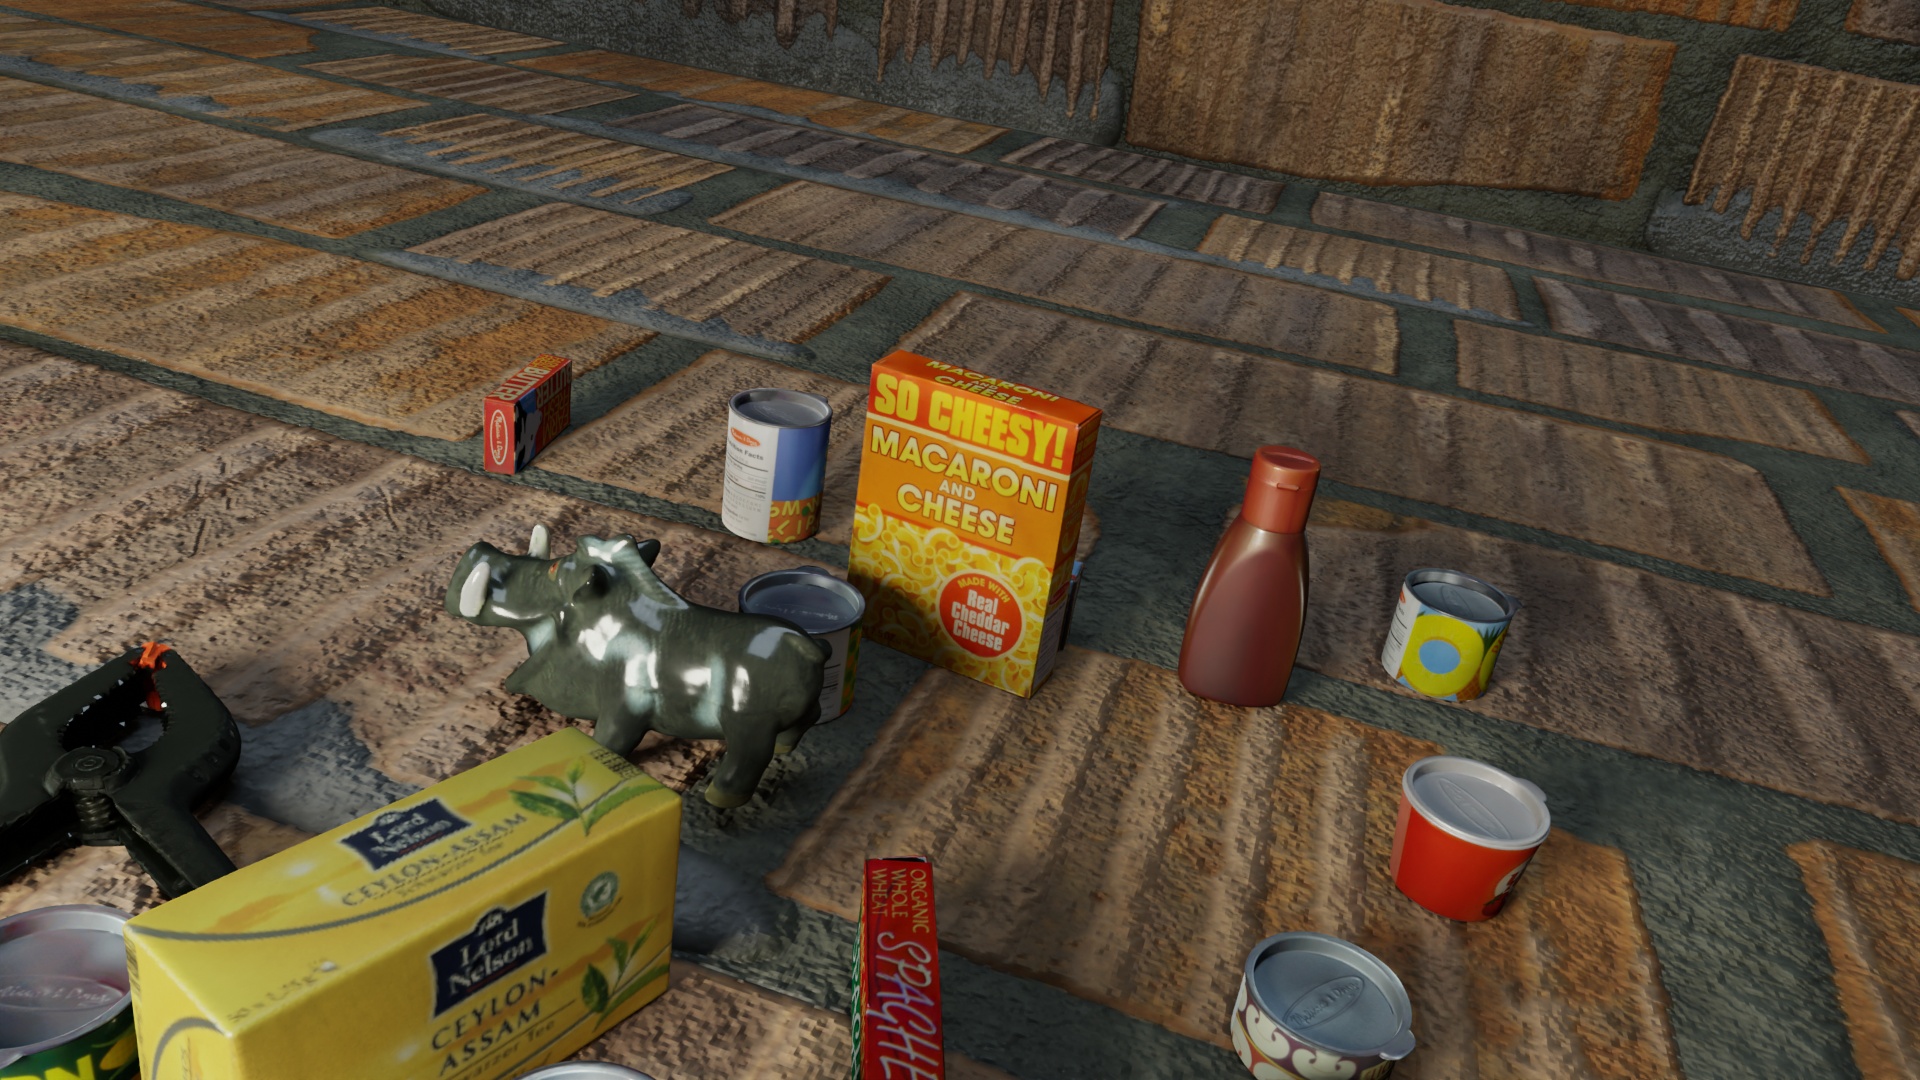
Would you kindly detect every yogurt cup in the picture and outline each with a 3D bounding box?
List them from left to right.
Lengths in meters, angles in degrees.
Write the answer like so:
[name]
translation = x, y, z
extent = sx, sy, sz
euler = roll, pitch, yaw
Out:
[yogurt cup]
translation = 0.239, 0.144, 0.663
extent = 0.072, 0.053, 0.073
euler = 7, 26, -3

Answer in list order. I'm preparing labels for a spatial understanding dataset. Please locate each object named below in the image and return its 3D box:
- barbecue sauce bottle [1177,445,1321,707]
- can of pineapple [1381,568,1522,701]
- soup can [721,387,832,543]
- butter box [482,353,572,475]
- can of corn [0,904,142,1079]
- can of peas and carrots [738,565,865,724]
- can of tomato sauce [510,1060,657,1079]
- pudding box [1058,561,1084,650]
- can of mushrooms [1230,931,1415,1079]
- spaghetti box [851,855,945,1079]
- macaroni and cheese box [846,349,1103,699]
[barbecue sauce bottle]
translation = 0.167, 0.021, 0.781
extent = 0.065, 0.147, 0.044
euler = 10, 26, 3
[can of pineapple]
translation = 0.300, 0.058, 0.851
extent = 0.071, 0.057, 0.071
euler = 7, 26, -3
[soup can]
translation = -0.118, -0.050, 0.908
extent = 0.071, 0.083, 0.071
euler = 7, 26, -3
[butter box]
translation = -0.300, -0.089, 0.966
extent = 0.024, 0.053, 0.104
euler = 10, 26, 3
[can of corn]
translation = -0.296, 0.164, 0.450
extent = 0.071, 0.058, 0.071
euler = 7, 26, -3
[can of peas and carrots]
translation = -0.086, 0.055, 0.735
extent = 0.071, 0.058, 0.071
euler = 7, 26, -3
[can of tomato sauce]
translation = -0.113, 0.205, 0.397
extent = 0.071, 0.082, 0.071
euler = 7, 26, -3
[pudding box]
translation = 0.028, 0.029, 0.832
extent = 0.084, 0.049, 0.030
euler = 14, 26, 10
[can of mushrooms]
translation = 0.145, 0.193, 0.557
extent = 0.071, 0.033, 0.071
euler = 7, 26, -3
[spaghetti box]
translation = -0.020, 0.204, 0.464
extent = 0.029, 0.050, 0.251
euler = 5, 26, -7
[macaroni and cheese box]
translation = 0.003, -0.010, 0.772
extent = 0.124, 0.165, 0.040
euler = 19, 27, 19
